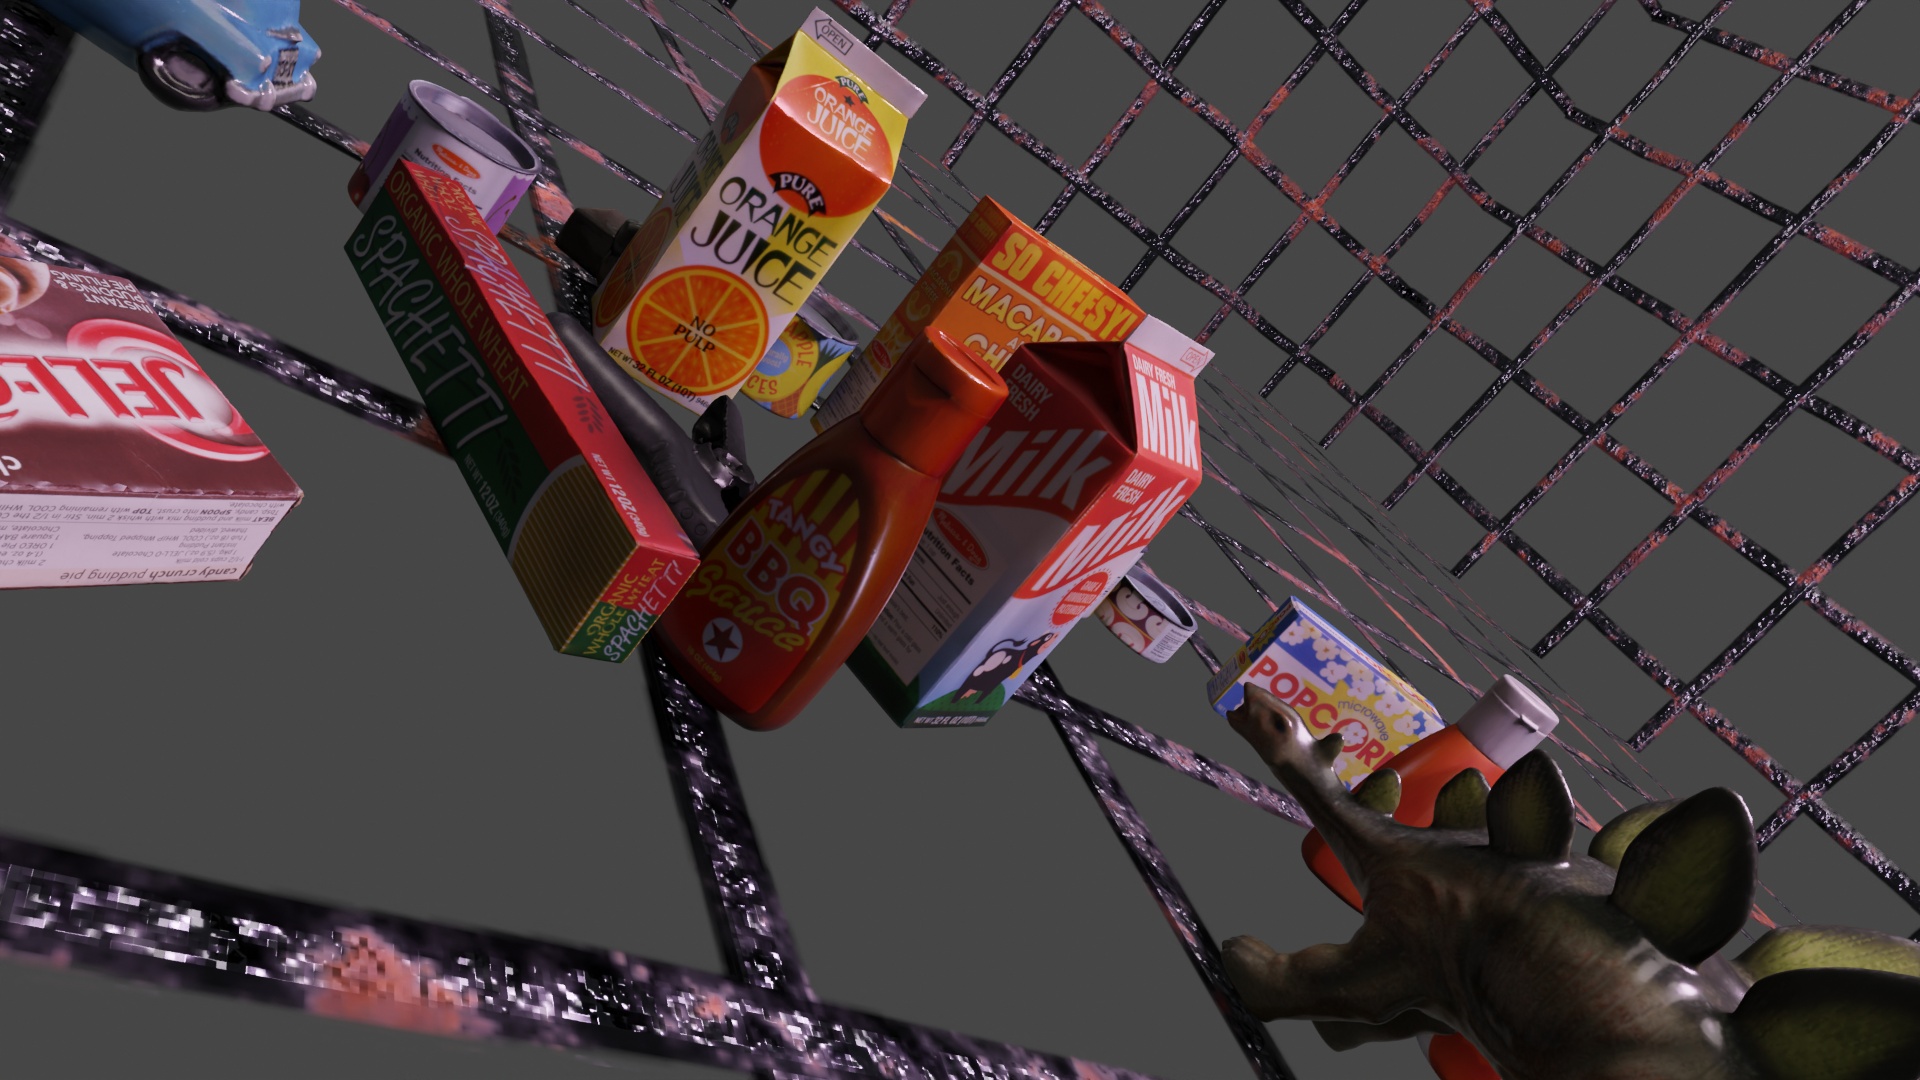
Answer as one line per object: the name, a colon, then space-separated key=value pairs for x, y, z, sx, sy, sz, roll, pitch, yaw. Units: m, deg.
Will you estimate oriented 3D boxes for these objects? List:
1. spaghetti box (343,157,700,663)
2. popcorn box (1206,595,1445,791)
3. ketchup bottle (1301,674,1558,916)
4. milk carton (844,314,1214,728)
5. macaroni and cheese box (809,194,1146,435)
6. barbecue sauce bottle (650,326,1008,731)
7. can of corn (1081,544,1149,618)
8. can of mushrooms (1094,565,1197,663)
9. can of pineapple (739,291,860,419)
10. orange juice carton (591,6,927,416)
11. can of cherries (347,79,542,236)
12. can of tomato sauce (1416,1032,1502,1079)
spaghetti box: x=-0.171 y=-0.058 z=0.514 sx=0.028 sy=0.050 sz=0.251 roll=18 pitch=27 yaw=-52
popcorn box: x=0.234 y=0.107 z=0.895 sx=0.126 sy=0.085 sz=0.038 roll=37 pitch=16 yaw=-8
ketchup bottle: x=0.256 y=0.137 z=0.749 sx=0.065 sy=0.148 sz=0.044 roll=38 pitch=16 yaw=-5
milk carton: x=0.030 y=-0.013 z=0.581 sx=0.073 sy=0.190 sz=0.072 roll=48 pitch=18 yaw=26
macaroni and cheese box: x=0.010 y=-0.101 z=0.813 sx=0.123 sy=0.166 sz=0.040 roll=25 pitch=21 yaw=-41
barbecue sauce bottle: x=-0.043 y=-0.006 z=0.480 sx=0.065 sy=0.148 sz=0.044 roll=44 pitch=16 yaw=14
can of corn: x=0.072 y=0.005 z=0.860 sx=0.071 sy=0.058 sz=0.071 roll=36 pitch=17 yaw=-12
can of mushrooms: x=0.115 y=0.044 z=0.893 sx=0.071 sy=0.033 sz=0.071 roll=36 pitch=17 yaw=-12
can of pineapple: x=-0.100 y=-0.110 z=0.788 sx=0.071 sy=0.057 sz=0.071 roll=36 pitch=17 yaw=-12
orange juice carton: x=-0.100 y=-0.161 z=0.685 sx=0.072 sy=0.192 sz=0.073 roll=30 pitch=18 yaw=-30
can of cherries: x=-0.238 y=-0.169 z=0.643 sx=0.071 sy=0.058 sz=0.072 roll=36 pitch=17 yaw=-12
can of tomato sauce: x=0.267 y=0.226 z=0.656 sx=0.071 sy=0.083 sz=0.071 roll=36 pitch=16 yaw=-12
